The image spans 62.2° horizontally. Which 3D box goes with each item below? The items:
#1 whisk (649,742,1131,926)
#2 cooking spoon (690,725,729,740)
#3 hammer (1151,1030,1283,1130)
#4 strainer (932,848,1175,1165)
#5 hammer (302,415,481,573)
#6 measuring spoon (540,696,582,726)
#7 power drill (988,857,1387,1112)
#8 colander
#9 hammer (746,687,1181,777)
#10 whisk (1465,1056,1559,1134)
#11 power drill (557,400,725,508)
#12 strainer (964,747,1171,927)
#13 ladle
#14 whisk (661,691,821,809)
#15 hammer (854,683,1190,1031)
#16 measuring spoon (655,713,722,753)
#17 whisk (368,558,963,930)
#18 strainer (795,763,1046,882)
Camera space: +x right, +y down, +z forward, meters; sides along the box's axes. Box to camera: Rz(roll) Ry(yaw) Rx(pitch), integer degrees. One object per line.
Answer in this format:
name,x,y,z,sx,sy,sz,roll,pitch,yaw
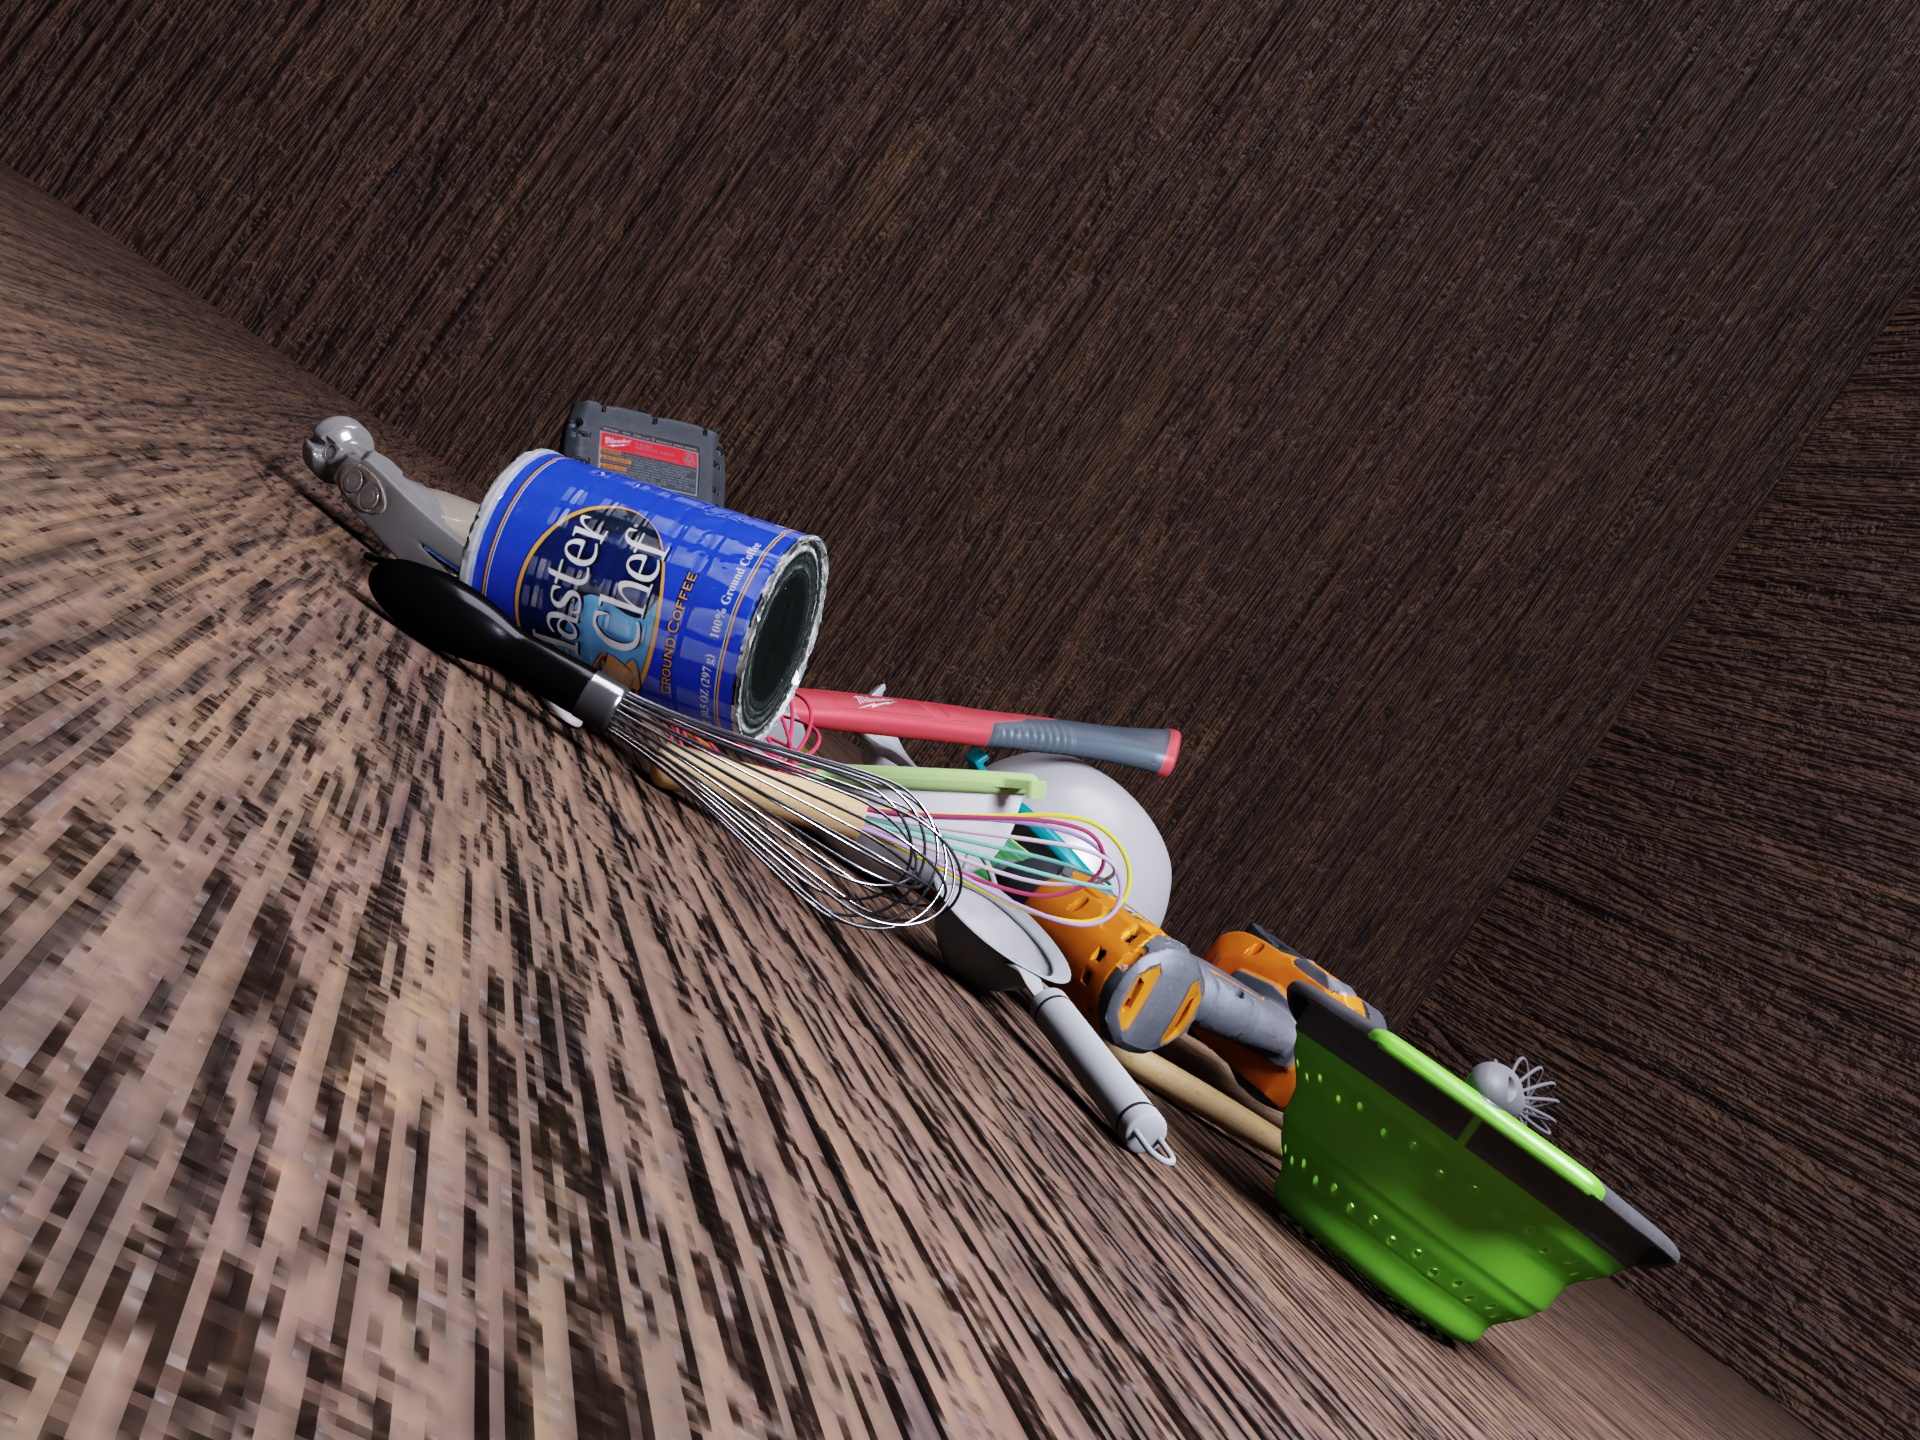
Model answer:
whisk,-0.027,0.048,0.761,0.245,0.047,0.051,16,17,-18
cooking spoon,-0.137,-0.006,1.191,0.069,0.017,0.318,54,18,16
hammer,0.224,0.263,1.027,0.331,0.031,0.130,32,-17,2
strainer,0.037,0.130,0.729,0.086,0.050,0.259,32,6,-26
hammer,-0.230,-0.090,1.042,0.146,0.038,0.410,42,10,24
measuring spoon,-0.193,-0.018,0.775,0.034,0.018,0.124,36,-1,-23
power drill,0.122,0.145,0.916,0.226,0.084,0.164,26,6,-36
colander,0.236,0.239,0.816,0.205,0.094,0.396,35,-4,21
hammer,-0.002,-0.004,1.144,0.386,0.038,0.143,7,26,-34
whisk,0.306,0.209,0.891,0.055,0.055,0.238,34,0,27
power drill,-0.269,-0.144,1.175,0.143,0.079,0.219,9,-22,-27
strainer,0.095,0.113,1.304,0.211,0.095,0.340,46,-12,12
ladle,0.169,0.236,0.908,0.315,0.031,0.069,34,-6,-20
whisk,-0.152,-0.006,0.889,0.073,0.073,0.296,36,-8,-32
hammer,0.056,0.122,1.163,0.406,0.035,0.144,43,-14,24
measuring spoon,-0.152,0.024,0.977,0.117,0.011,0.021,30,-11,30
whisk,-0.126,0.009,0.680,0.284,0.070,0.070,30,-1,-3
strainer,-0.032,0.065,1.003,0.151,0.069,0.256,3,-4,-2
